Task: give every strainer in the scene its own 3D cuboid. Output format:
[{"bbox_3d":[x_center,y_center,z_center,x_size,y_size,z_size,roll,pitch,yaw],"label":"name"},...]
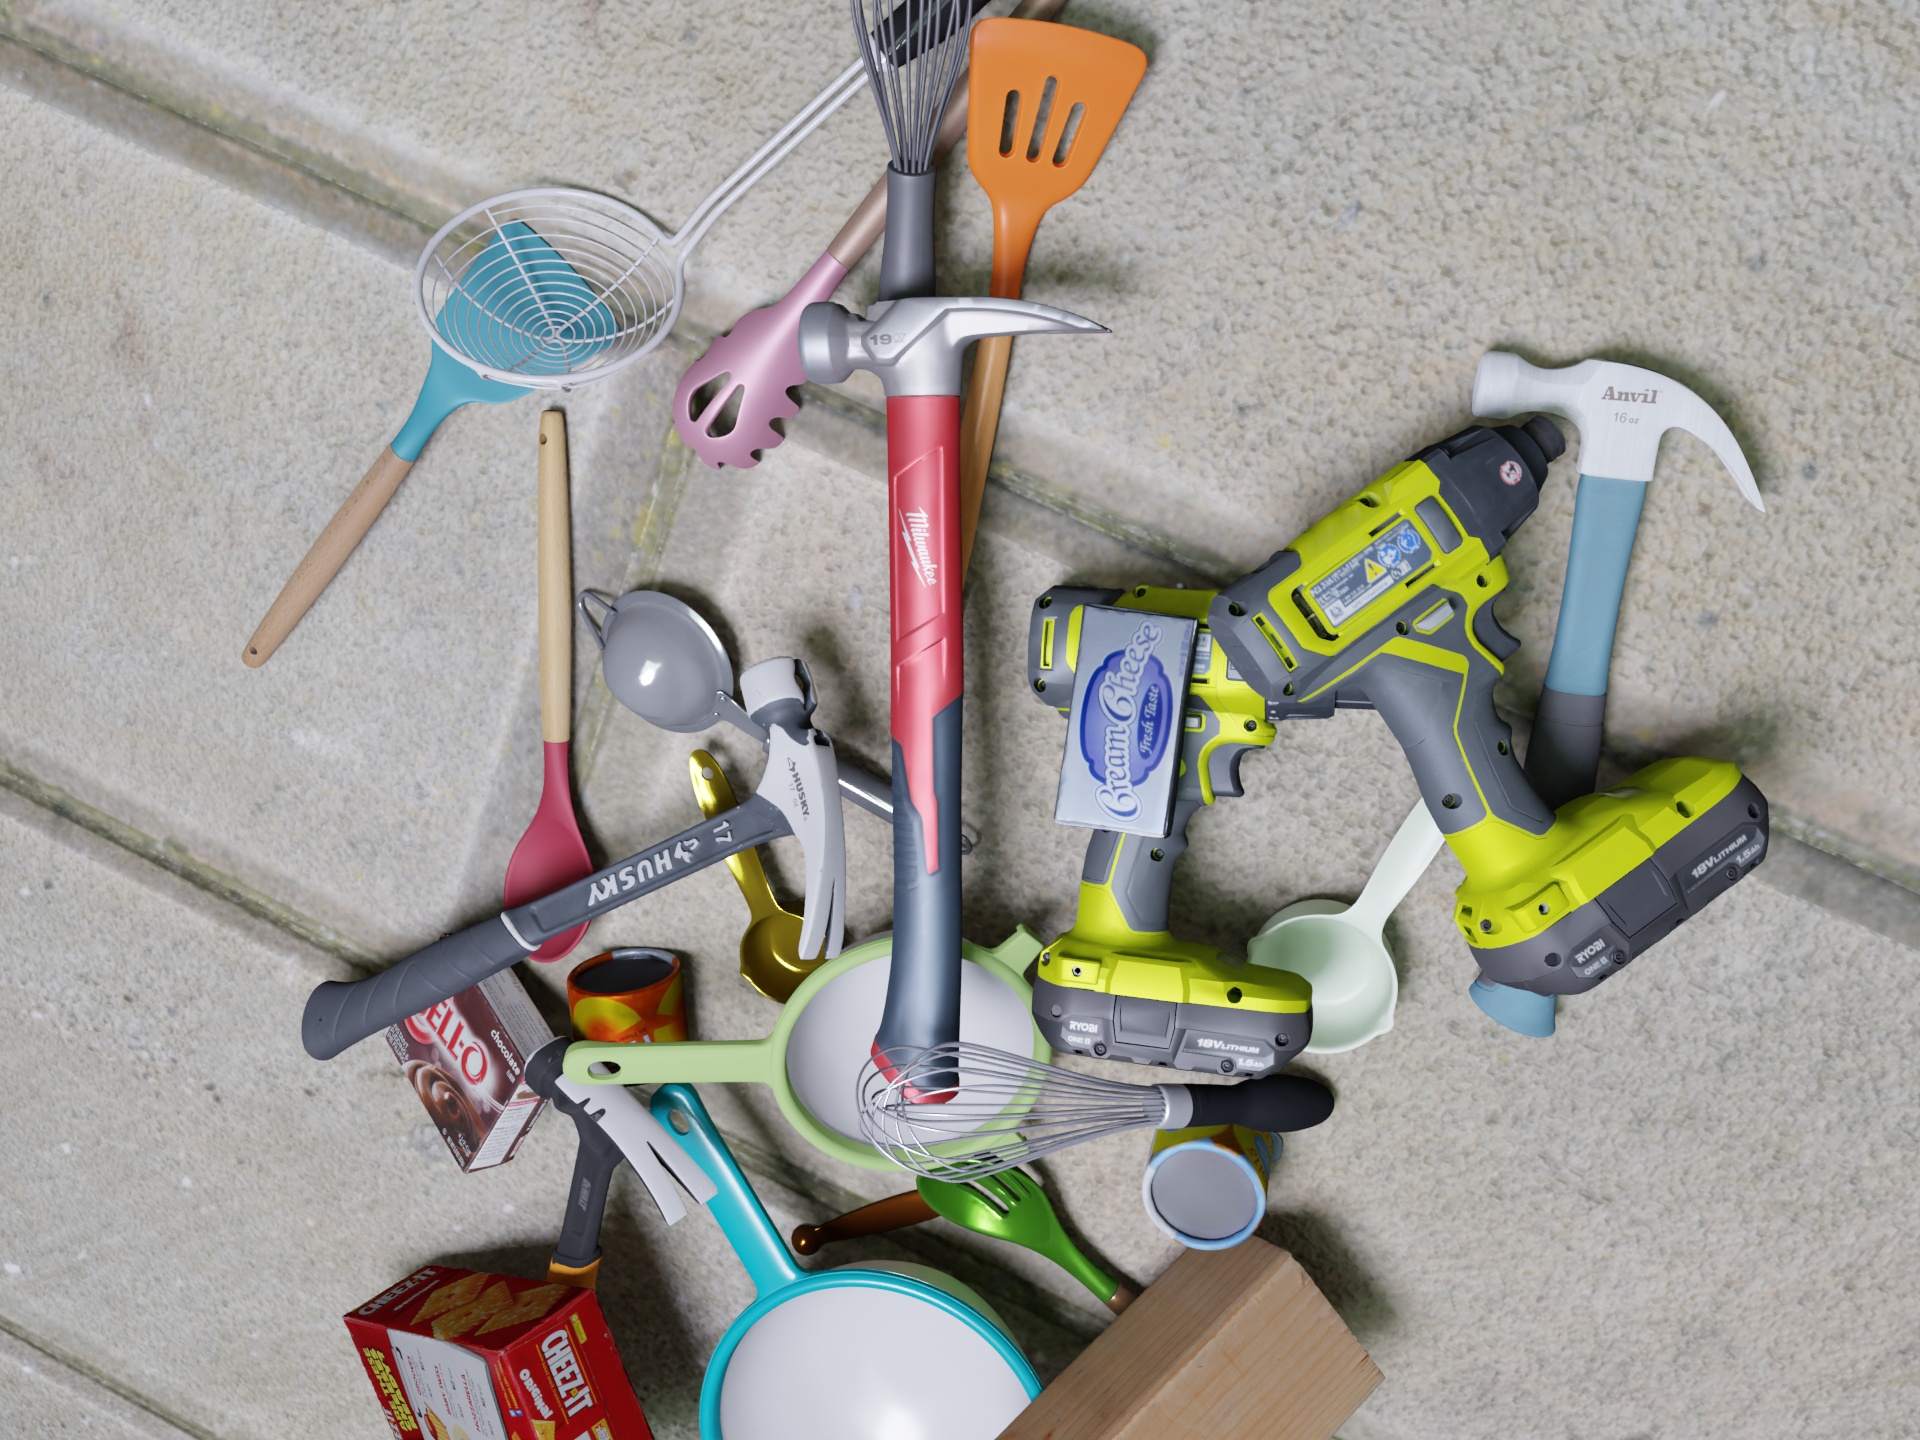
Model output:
[{"bbox_3d":[-0.081,0.167,0.862,0.256,0.069,0.151,-1,115,-5],"label":"strainer"},{"bbox_3d":[-0.071,0.345,0.931,0.211,0.095,0.340,-31,91,16],"label":"strainer"},{"bbox_3d":[-0.106,0.007,0.859,0.258,0.050,0.086,29,128,1],"label":"strainer"}]

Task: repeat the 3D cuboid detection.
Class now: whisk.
[{"bbox_3d":[0.077,0.192,0.785,0.284,0.070,0.070,7,114,-29],"label":"whisk"},{"bbox_3d":[-0.025,-0.250,0.721,0.055,0.055,0.238,13,132,11],"label":"whisk"}]

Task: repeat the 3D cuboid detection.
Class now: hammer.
[{"bbox_3d":[-0.225,0.336,0.947,0.127,0.034,0.336,38,130,23],"label":"hammer"},{"bbox_3d":[-0.224,0.113,0.867,0.409,0.036,0.149,-26,70,27],"label":"hammer"},{"bbox_3d":[-0.001,-0.002,0.758,0.143,0.038,0.386,2,100,14],"label":"hammer"},{"bbox_3d":[0.288,-0.002,0.755,0.128,0.033,0.331,8,109,14],"label":"hammer"}]

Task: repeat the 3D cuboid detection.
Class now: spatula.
[{"bbox_3d":[0.014,-0.164,0.771,0.081,0.041,0.322,7,112,-11],"label":"spatula"},{"bbox_3d":[-0.313,-0.132,0.880,0.082,0.044,0.317,46,117,-4],"label":"spatula"}]

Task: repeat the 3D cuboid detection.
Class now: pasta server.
[{"bbox_3d":[-0.040,-0.245,0.771,0.060,0.040,0.316,43,108,-1],"label":"pasta server"}]

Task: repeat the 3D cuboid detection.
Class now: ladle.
[{"bbox_3d":[-0.228,-0.014,0.891,0.069,0.031,0.315,13,108,28],"label":"ladle"}]

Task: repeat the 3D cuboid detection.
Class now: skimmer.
[{"bbox_3d":[-0.098,-0.283,0.738,0.363,0.090,0.127,-35,65,19],"label":"skimmer"}]

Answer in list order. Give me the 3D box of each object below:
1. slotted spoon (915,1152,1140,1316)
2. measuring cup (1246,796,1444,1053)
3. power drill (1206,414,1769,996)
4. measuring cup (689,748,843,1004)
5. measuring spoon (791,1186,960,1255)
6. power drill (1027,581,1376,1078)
[{"bbox_3d":[0.105,0.345,0.915,0.313,0.031,0.070,40,128,-2],"label":"slotted spoon"},{"bbox_3d":[0.207,0.092,0.805,0.083,0.038,0.167,31,108,6],"label":"measuring cup"},{"bbox_3d":[0.239,-0.009,0.695,0.171,0.080,0.223,-36,93,-2],"label":"power drill"},{"bbox_3d":[-0.112,0.085,0.892,0.062,0.029,0.156,-20,99,20],"label":"measuring cup"},{"bbox_3d":[-0.052,0.300,0.951,0.117,0.011,0.021,-22,100,20],"label":"measuring spoon"},{"bbox_3d":[0.124,0.049,0.771,0.190,0.080,0.228,5,91,14],"label":"power drill"}]
